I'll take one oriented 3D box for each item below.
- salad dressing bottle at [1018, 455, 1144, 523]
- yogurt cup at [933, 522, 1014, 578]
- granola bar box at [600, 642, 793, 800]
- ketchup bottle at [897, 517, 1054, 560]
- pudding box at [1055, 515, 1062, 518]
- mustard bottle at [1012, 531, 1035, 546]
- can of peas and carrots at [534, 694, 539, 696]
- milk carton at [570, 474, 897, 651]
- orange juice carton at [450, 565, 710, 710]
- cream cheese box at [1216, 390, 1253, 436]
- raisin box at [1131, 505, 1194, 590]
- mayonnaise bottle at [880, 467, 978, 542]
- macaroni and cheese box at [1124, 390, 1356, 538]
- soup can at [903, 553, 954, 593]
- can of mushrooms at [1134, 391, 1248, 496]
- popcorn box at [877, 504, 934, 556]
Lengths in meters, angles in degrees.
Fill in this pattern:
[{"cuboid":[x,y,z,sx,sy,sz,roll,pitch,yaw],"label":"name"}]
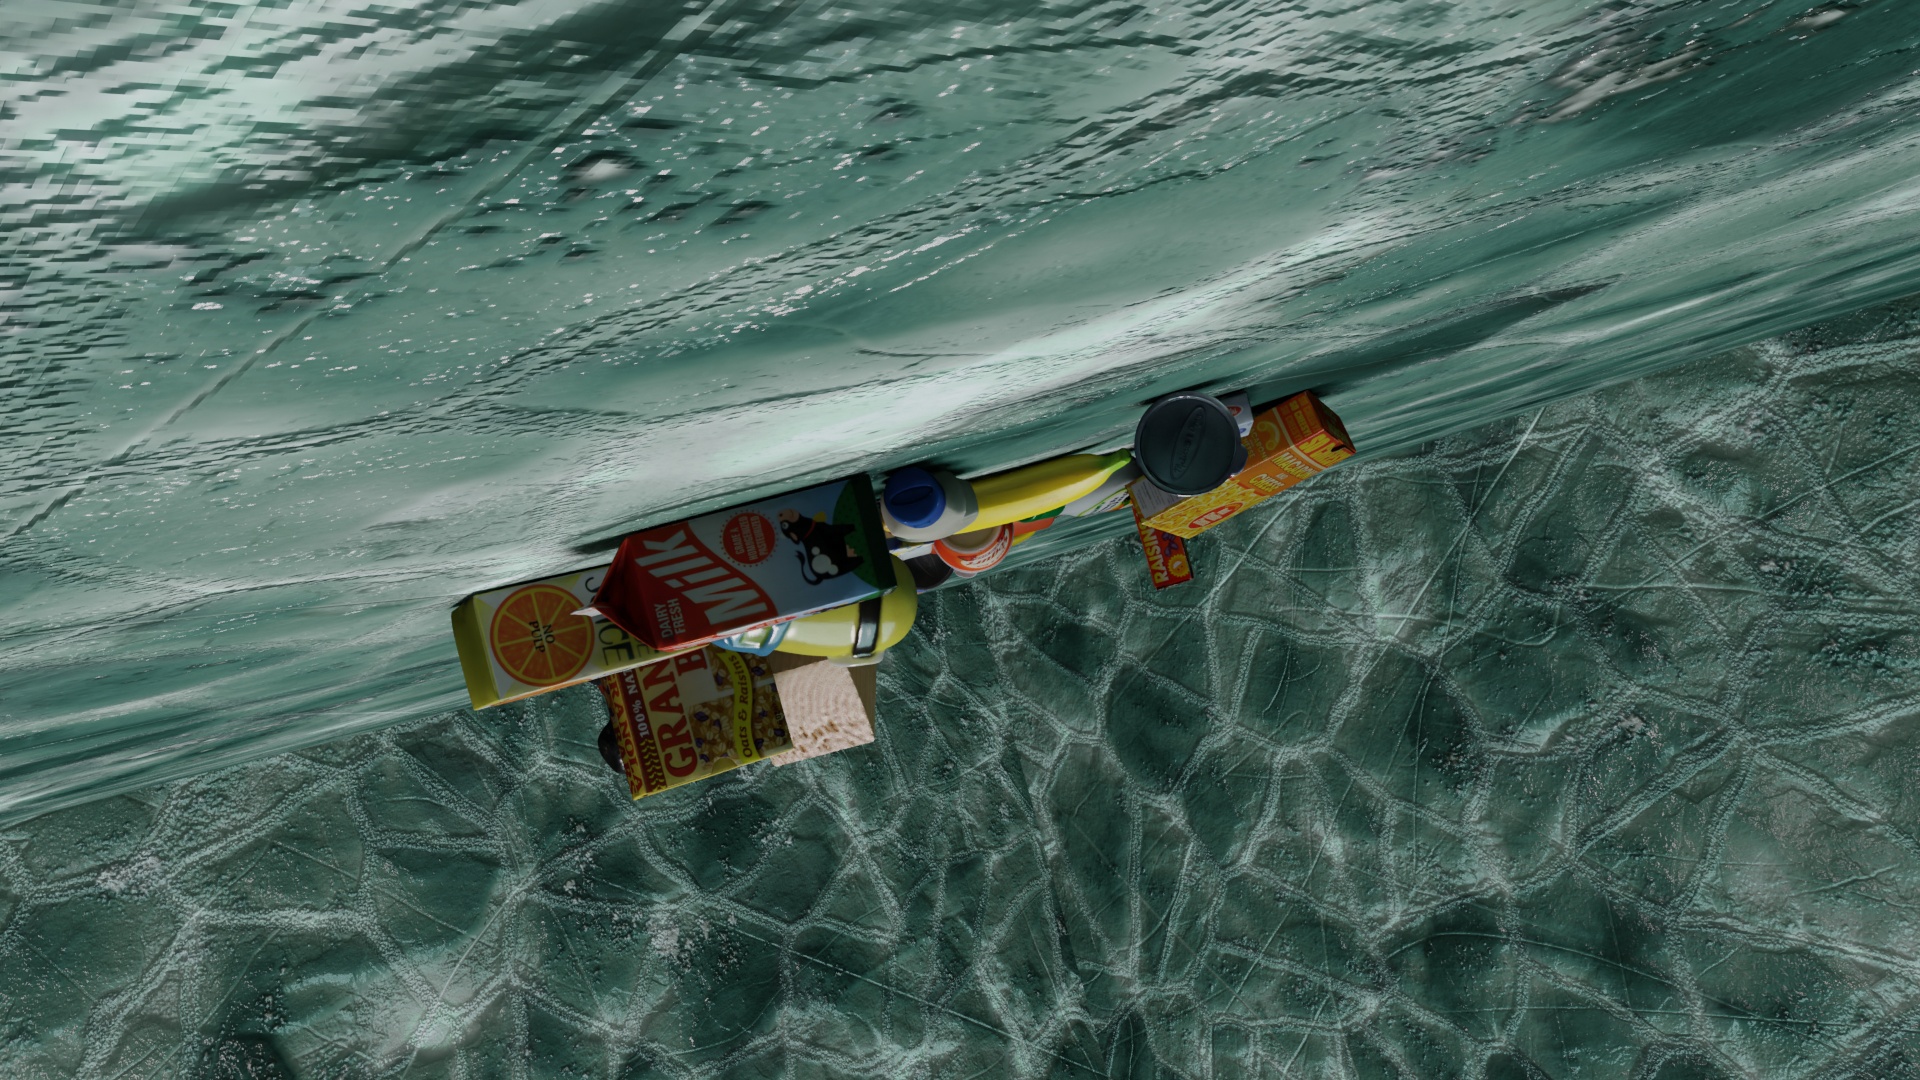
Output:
[{"cuboid":[0.097,-0.042,1.161,0.148,0.044,0.064,-12,165,-46],"label":"salad dressing bottle"},{"cuboid":[0.008,-0.011,1.119,0.072,0.072,0.054,-16,168,2],"label":"yogurt cup"},{"cuboid":[-0.209,0.099,1.061,0.124,0.165,0.039,-13,173,-35],"label":"granola bar box"},{"cuboid":[0.004,-0.015,1.192,0.149,0.043,0.064,-14,175,-16],"label":"ketchup bottle"},{"cuboid":[0.078,-0.033,1.342,0.050,0.030,0.083,-13,175,-29],"label":"pudding box"},{"cuboid":[0.018,-0.009,1.322,0.065,0.049,0.160,-19,179,-22],"label":"mustard bottle"},{"cuboid":[-0.354,0.096,1.202,0.058,0.071,0.071,-17,176,16],"label":"can of peas and carrots"},{"cuboid":[-0.140,0.021,0.857,0.191,0.073,0.072,-15,176,-6],"label":"milk carton"},{"cuboid":[-0.248,0.057,0.979,0.193,0.073,0.071,-14,176,-34],"label":"orange juice carton"},{"cuboid":[0.183,-0.085,1.008,0.053,0.024,0.104,-15,177,9],"label":"cream cheese box"},{"cuboid":[0.191,-0.016,1.348,0.040,0.123,0.086,-17,177,10],"label":"raisin box"},{"cuboid":[-0.024,-0.024,0.936,0.065,0.041,0.148,-17,176,3],"label":"mayonnaise bottle"},{"cuboid":[0.237,-0.059,1.162,0.166,0.040,0.124,-28,163,22],"label":"macaroni and cheese box"},{"cuboid":[-0.040,0.015,1.313,0.071,0.071,0.083,-15,177,-11],"label":"soup can"},{"cuboid":[0.147,-0.060,0.879,0.071,0.071,0.033,-16,177,11],"label":"can of mushrooms"},{"cuboid":[-0.089,0.001,1.065,0.085,0.038,0.127,-19,175,29],"label":"popcorn box"}]
